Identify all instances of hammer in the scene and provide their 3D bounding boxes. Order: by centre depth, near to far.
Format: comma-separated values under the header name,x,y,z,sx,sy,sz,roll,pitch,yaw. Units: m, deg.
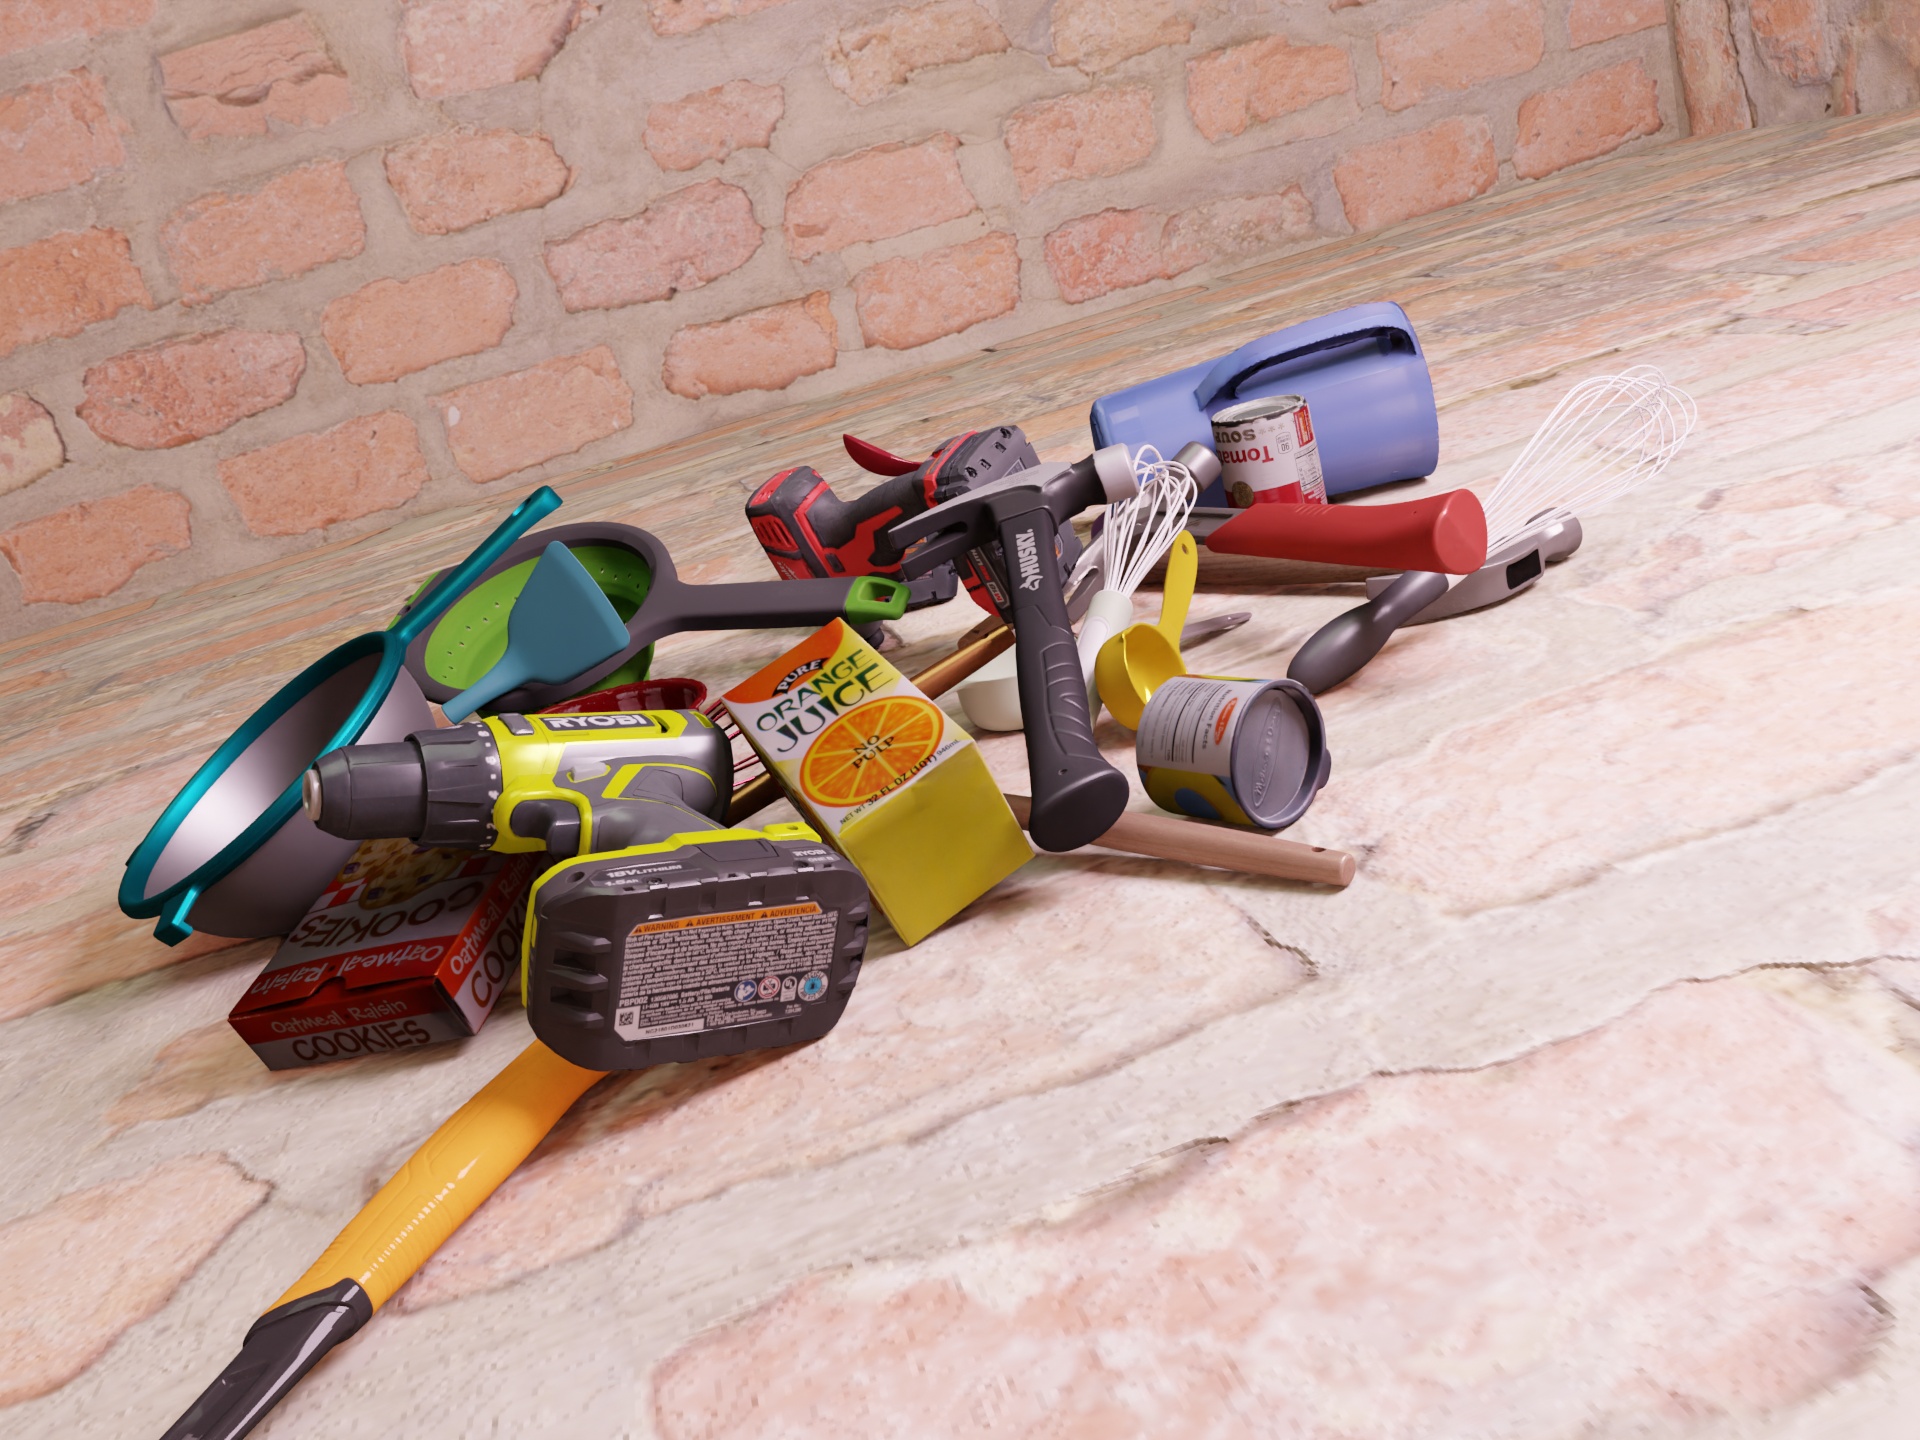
name,x,y,z,sx,sy,sz,roll,pitch,yaw
hammer,-0.207,0.186,0.532,0.127,0.034,0.337,-6,21,25
hammer,0.036,-0.044,0.805,0.146,0.035,0.335,-17,32,9
hammer,0.174,-0.105,0.932,0.149,0.036,0.359,-47,20,-8
hammer,0.213,-0.098,1.019,0.130,0.031,0.331,-28,21,-34

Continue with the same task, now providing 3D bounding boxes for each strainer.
name,x,y,z,sx,sy,sz,roll,pitch,yaw
strainer,-0.337,0.007,0.947,0.340,0.095,0.211,-49,29,-16

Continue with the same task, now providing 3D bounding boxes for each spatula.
name,x,y,z,sx,sy,sz,roll,pitch,yaw
spatula,-0.110,0.031,0.835,0.322,0.041,0.081,-33,27,-9
spatula,-0.354,0.010,1.020,0.317,0.082,0.044,-37,-2,1
spatula,0.084,-0.114,1.187,0.060,0.018,0.316,19,34,26

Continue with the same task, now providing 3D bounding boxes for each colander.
name,x,y,z,sx,sy,sz,roll,pitch,yaw
colander,-0.214,-0.049,1.119,0.397,0.094,0.205,-1,42,20

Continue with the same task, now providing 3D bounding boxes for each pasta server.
name,x,y,z,sx,sy,sz,roll,pitch,yaw
pasta server,0.039,0.051,0.739,0.316,0.040,0.060,7,29,42

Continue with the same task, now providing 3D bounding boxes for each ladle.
name,x,y,z,sx,sy,sz,roll,pitch,yaw
ladle,0.038,-0.210,1.369,0.315,0.031,0.069,13,6,22

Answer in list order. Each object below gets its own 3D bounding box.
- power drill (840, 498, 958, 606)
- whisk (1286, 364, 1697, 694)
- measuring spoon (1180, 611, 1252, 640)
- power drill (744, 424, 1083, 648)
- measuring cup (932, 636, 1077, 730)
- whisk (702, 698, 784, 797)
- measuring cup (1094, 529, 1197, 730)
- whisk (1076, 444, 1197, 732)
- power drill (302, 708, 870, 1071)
name,x,y,z,sx,sy,sz,roll,pitch,yaw
power drill,-0.045,-0.152,1.326,0.188,0.080,0.227,-9,14,-2
whisk,0.286,-0.101,0.859,0.284,0.070,0.070,-37,23,-11
measuring spoon,0.131,-0.044,0.964,0.124,0.018,0.034,-19,17,-30
power drill,-0.036,-0.115,1.079,0.220,0.143,0.078,-5,36,41
measuring cup,-0.001,-0.003,0.910,0.167,0.038,0.083,-26,21,-24
whisk,-0.179,0.048,0.885,0.296,0.073,0.073,-28,21,-15
measuring cup,0.108,-0.054,0.884,0.029,0.062,0.157,-27,28,36
whisk,0.089,-0.072,0.915,0.058,0.059,0.246,-4,44,28
power drill,-0.160,0.056,0.675,0.190,0.080,0.229,-3,21,-33
